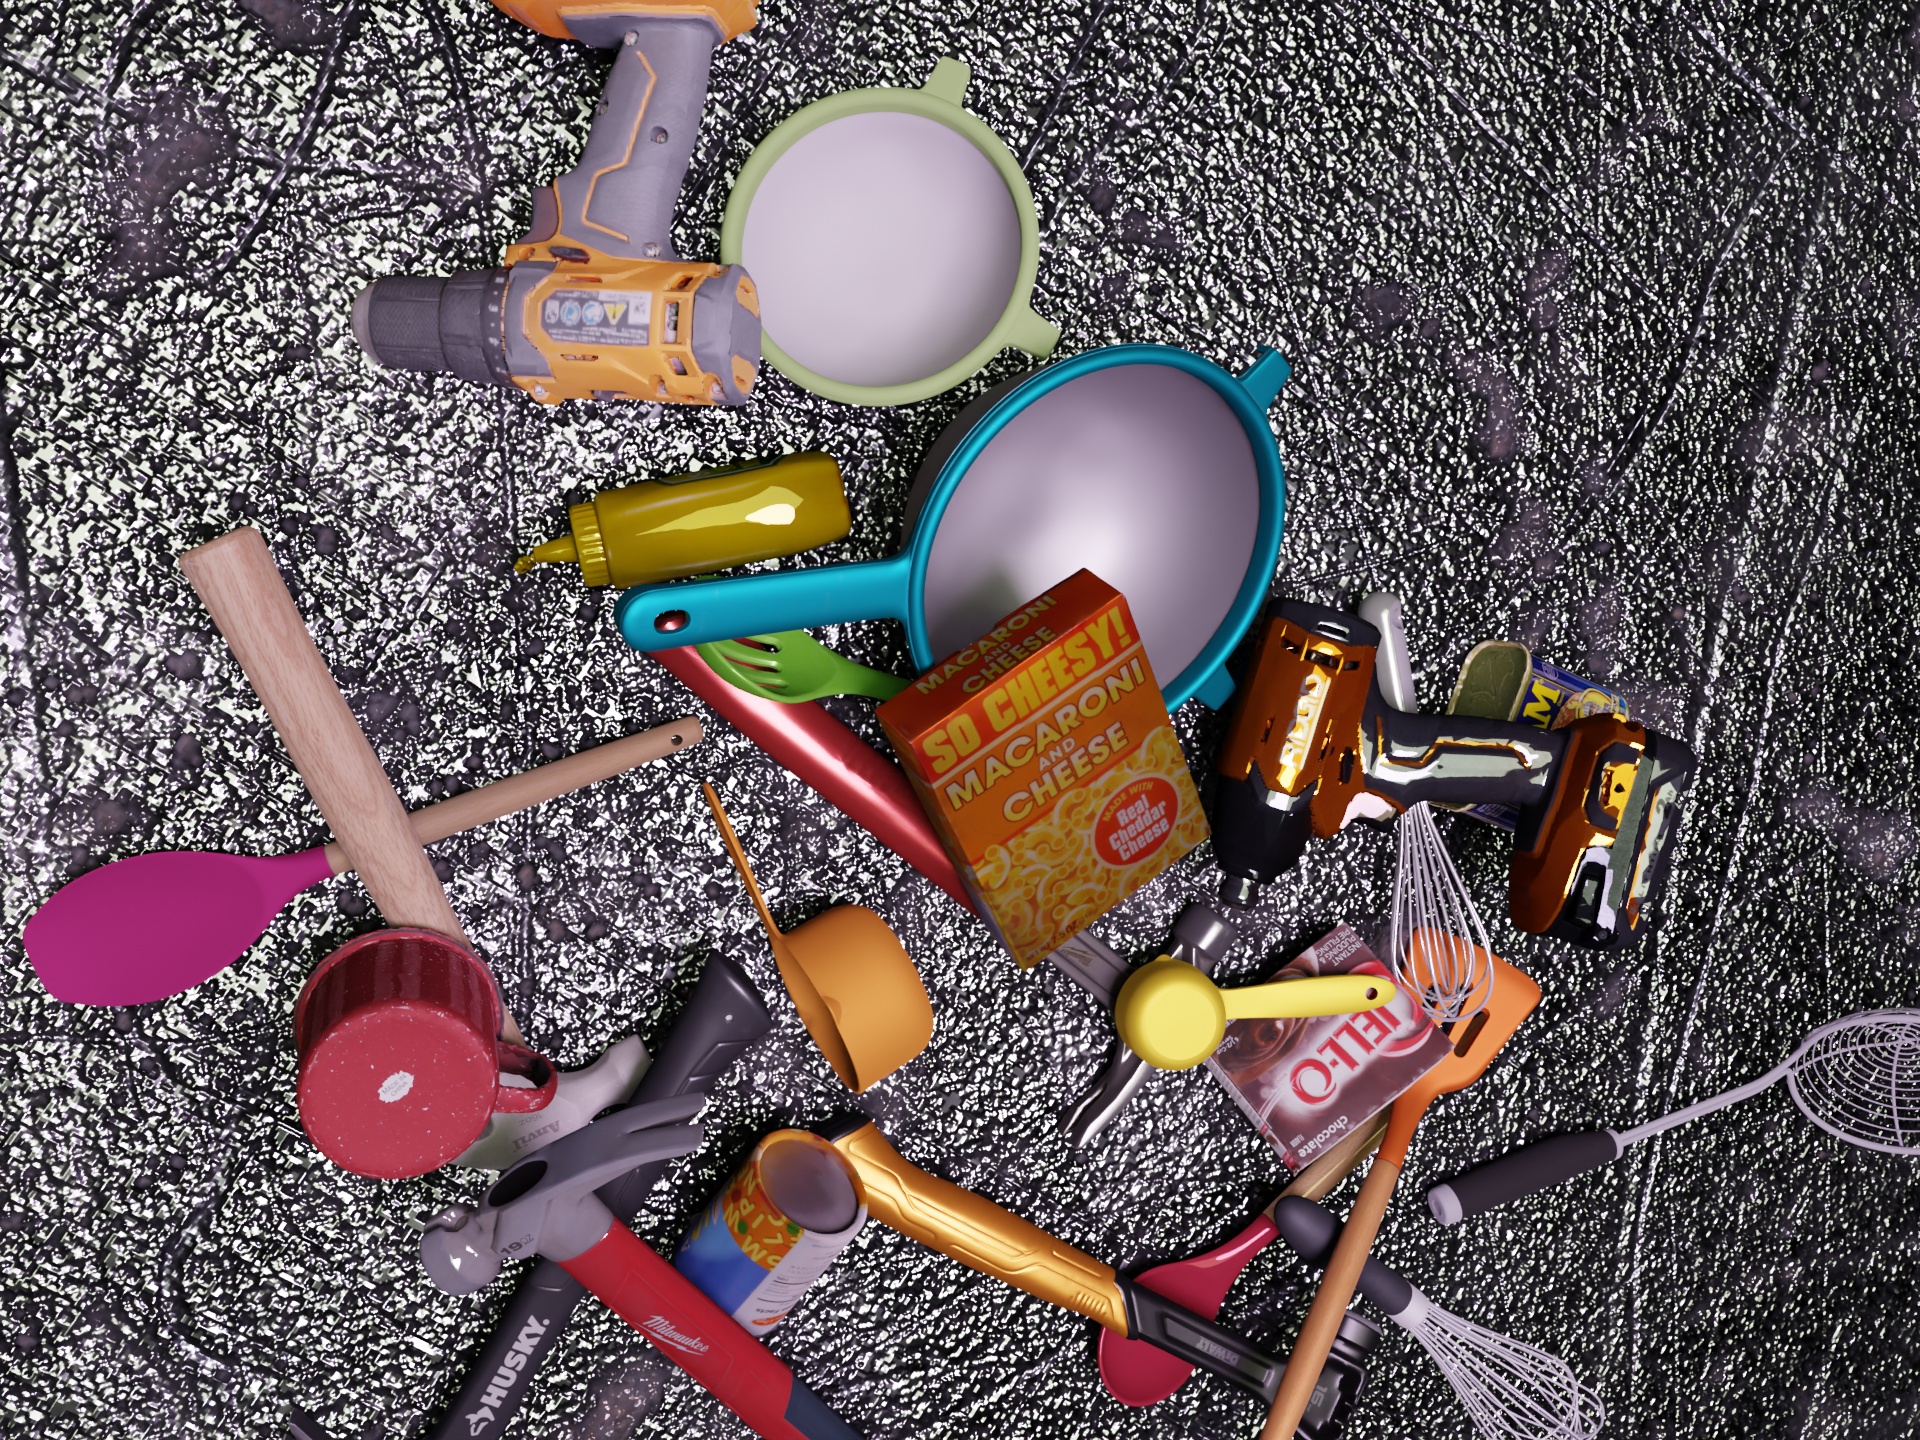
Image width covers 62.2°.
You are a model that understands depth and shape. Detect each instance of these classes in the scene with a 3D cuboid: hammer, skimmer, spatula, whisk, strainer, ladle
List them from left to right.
[{"bbox_3d":[-0.266,0.068,0.738,0.130,0.031,0.331,-26,109,-12],"label":"hammer"},{"bbox_3d":[-0.193,0.259,0.772,0.146,0.035,0.335,30,94,-17],"label":"hammer"},{"bbox_3d":[-0.086,-0.204,0.775,0.256,0.069,0.151,-19,87,4],"label":"strainer"},{"bbox_3d":[-0.078,0.326,0.774,0.143,0.038,0.386,-29,120,12],"label":"hammer"},{"bbox_3d":[-0.021,0.069,0.827,0.359,0.037,0.149,39,83,-17],"label":"hammer"},{"bbox_3d":[-0.007,-0.084,0.765,0.340,0.095,0.210,-10,122,-24],"label":"strainer"},{"bbox_3d":[0.062,0.309,0.850,0.336,0.034,0.127,30,77,-9],"label":"hammer"},{"bbox_3d":[0.198,0.272,0.917,0.315,0.031,0.069,-38,105,-12],"label":"ladle"},{"bbox_3d":[0.227,0.262,0.869,0.081,0.041,0.323,28,61,10],"label":"spatula"},{"bbox_3d":[0.255,0.049,0.891,0.058,0.059,0.246,-15,95,-52],"label":"whisk"},{"bbox_3d":[0.278,0.356,0.923,0.284,0.070,0.070,40,83,-19],"label":"whisk"},{"bbox_3d":[0.463,0.259,0.961,0.363,0.090,0.127,-15,131,-13],"label":"skimmer"}]

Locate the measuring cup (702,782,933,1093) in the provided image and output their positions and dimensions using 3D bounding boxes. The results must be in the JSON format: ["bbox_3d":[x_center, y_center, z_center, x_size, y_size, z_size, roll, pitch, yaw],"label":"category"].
[{"bbox_3d":[-0.071,0.099,0.801,0.052,0.095,0.174,-26,83,-18],"label":"measuring cup"}]

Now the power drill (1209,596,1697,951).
[{"bbox_3d":[0.245,0.045,0.833,0.226,0.084,0.164,18,89,0],"label":"power drill"}]

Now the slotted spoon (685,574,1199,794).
[{"bbox_3d":[-0.001,-0.003,0.806,0.313,0.070,0.031,19,129,-28],"label":"slotted spoon"}]

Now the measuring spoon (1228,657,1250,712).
[{"bbox_3d":[0.211,-0.001,0.897,0.128,0.021,0.042,19,89,-18],"label":"measuring spoon"}]

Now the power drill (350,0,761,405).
[{"bbox_3d":[-0.179,-0.256,0.716,0.185,0.084,0.226,4,92,8],"label":"power drill"}]

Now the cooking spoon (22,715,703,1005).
[{"bbox_3d":[-0.275,0.058,0.759,0.319,0.017,0.068,-20,106,-14],"label":"cooking spoon"}]

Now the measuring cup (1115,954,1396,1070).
[{"bbox_3d":[0.161,0.153,0.846,0.156,0.029,0.062,-4,95,-7],"label":"measuring cup"}]
